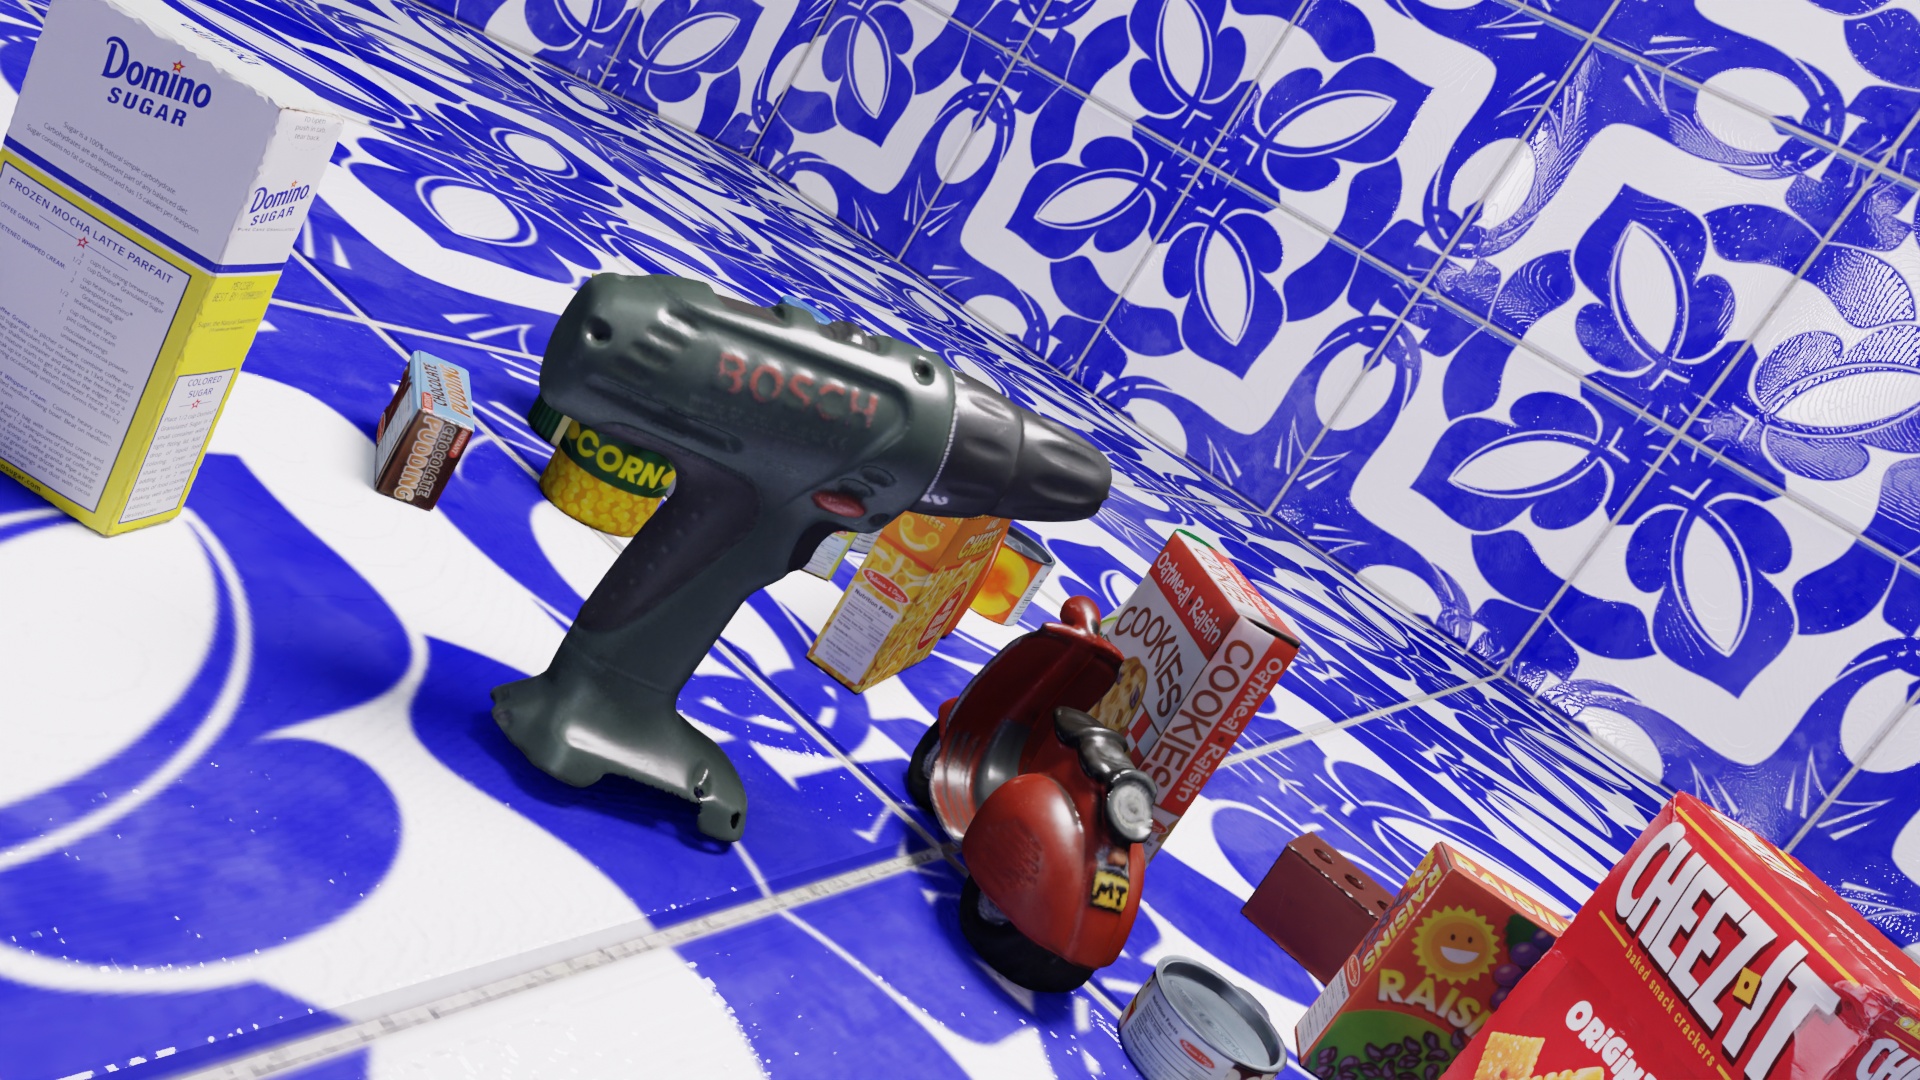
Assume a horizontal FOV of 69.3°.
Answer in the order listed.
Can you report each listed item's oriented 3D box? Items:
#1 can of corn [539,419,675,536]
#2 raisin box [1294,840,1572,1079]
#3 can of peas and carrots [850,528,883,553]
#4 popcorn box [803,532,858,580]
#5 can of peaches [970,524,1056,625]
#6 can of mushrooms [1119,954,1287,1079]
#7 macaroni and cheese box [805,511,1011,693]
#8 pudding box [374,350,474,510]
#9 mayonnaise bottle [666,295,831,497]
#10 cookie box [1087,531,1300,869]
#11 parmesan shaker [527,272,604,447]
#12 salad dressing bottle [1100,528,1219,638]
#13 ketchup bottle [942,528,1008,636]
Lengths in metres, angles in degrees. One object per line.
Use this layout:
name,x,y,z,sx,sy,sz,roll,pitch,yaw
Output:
can of corn,-0.195,-0.042,0.784,0.071,0.058,0.071,30,13,-8
raisin box,0.231,0.218,0.661,0.086,0.123,0.040,33,13,5
can of peas and carrots,-0.077,-0.033,1.012,0.071,0.058,0.071,30,13,-8
popcorn box,-0.098,-0.041,0.938,0.038,0.085,0.127,24,15,-30
can of peaches,0.027,0.022,1.049,0.071,0.058,0.071,30,13,-8
can of mushrooms,0.104,0.213,0.594,0.071,0.033,0.071,30,14,-8
macaroni and cheese box,-0.011,0.002,0.805,0.040,0.166,0.124,35,13,11
pudding box,-0.268,-0.057,0.694,0.030,0.049,0.084,24,15,-31
mayonnaise bottle,-0.132,-0.082,0.873,0.065,0.147,0.041,36,14,17
cookie box,0.099,0.090,0.732,0.040,0.167,0.123,28,14,-15
parmesan shaker,-0.220,-0.107,0.863,0.071,0.103,0.071,30,13,-8
salad dressing bottle,0.117,0.062,0.913,0.044,0.147,0.064,21,17,-39
ketchup bottle,0.003,-0.012,0.920,0.065,0.148,0.044,30,13,-8
